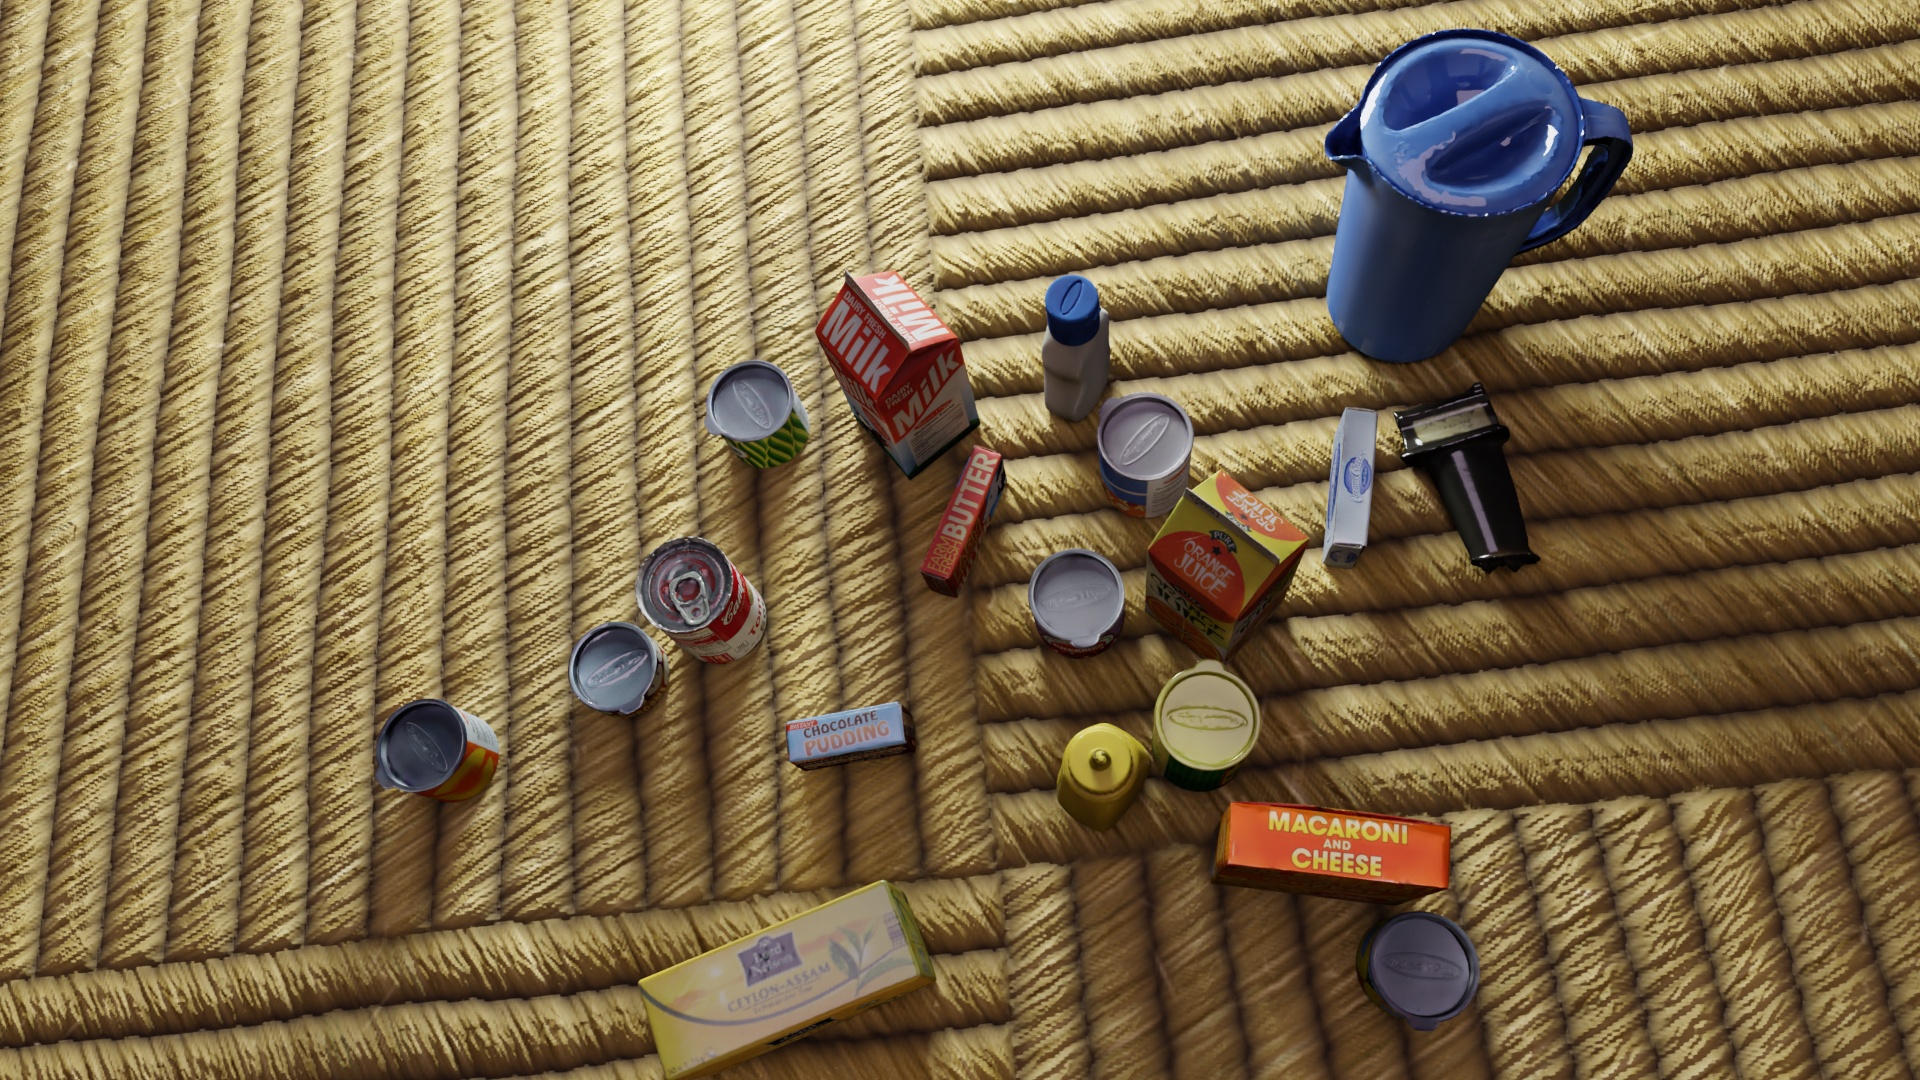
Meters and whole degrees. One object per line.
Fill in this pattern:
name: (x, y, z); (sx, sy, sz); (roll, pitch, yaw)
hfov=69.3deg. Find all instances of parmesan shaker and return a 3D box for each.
parmesan shaker: (0.161, 0.124, 0.918); (0.071, 0.103, 0.071); (-2, 72, 6)

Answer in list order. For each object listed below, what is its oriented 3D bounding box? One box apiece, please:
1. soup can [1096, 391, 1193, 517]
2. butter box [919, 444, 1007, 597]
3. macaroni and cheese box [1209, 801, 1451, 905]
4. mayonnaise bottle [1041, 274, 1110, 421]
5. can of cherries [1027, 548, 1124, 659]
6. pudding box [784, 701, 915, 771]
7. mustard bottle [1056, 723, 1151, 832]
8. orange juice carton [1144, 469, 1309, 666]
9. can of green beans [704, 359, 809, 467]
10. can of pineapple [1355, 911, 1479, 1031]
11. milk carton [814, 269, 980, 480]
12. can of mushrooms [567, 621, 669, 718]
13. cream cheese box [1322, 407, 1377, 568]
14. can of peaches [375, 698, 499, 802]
soup can: (0.130, -0.061, 0.995); (0.071, 0.083, 0.071); (-2, 72, 6)
butter box: (0.004, -0.013, 1.009); (0.024, 0.053, 0.104); (20, 75, 13)
macaroni and cheese box: (0.221, 0.194, 0.855); (0.124, 0.166, 0.040); (5, 73, 8)
mayonnaise bottle: (0.082, -0.140, 0.992); (0.041, 0.147, 0.065); (24, 76, 13)
can of cherries: (0.082, 0.048, 0.977); (0.071, 0.058, 0.071); (-2, 72, 6)
pudding box: (-0.076, 0.137, 0.969); (0.084, 0.049, 0.030); (-10, 71, 3)
mustard bottle: (0.091, 0.147, 0.889); (0.049, 0.160, 0.065); (33, 78, 15)
orange juice carton: (0.171, 0.019, 0.906); (0.072, 0.192, 0.073); (41, 81, 17)
can of green beans: (-0.152, -0.095, 1.052); (0.071, 0.057, 0.071); (-2, 72, 6)
can of pineapple: (0.287, 0.271, 0.879); (0.071, 0.057, 0.071); (-2, 72, 6)
milk carton: (-0.044, -0.121, 0.978); (0.073, 0.190, 0.072); (-39, 72, -6)
can of mushrooms: (-0.247, 0.097, 1.011); (0.071, 0.033, 0.071); (-2, 71, 6)
cream cheese box: (0.276, -0.036, 0.986); (0.024, 0.053, 0.104); (7, 73, 9)
can of peaches: (-0.375, 0.153, 0.994); (0.071, 0.058, 0.071); (-2, 72, 6)
